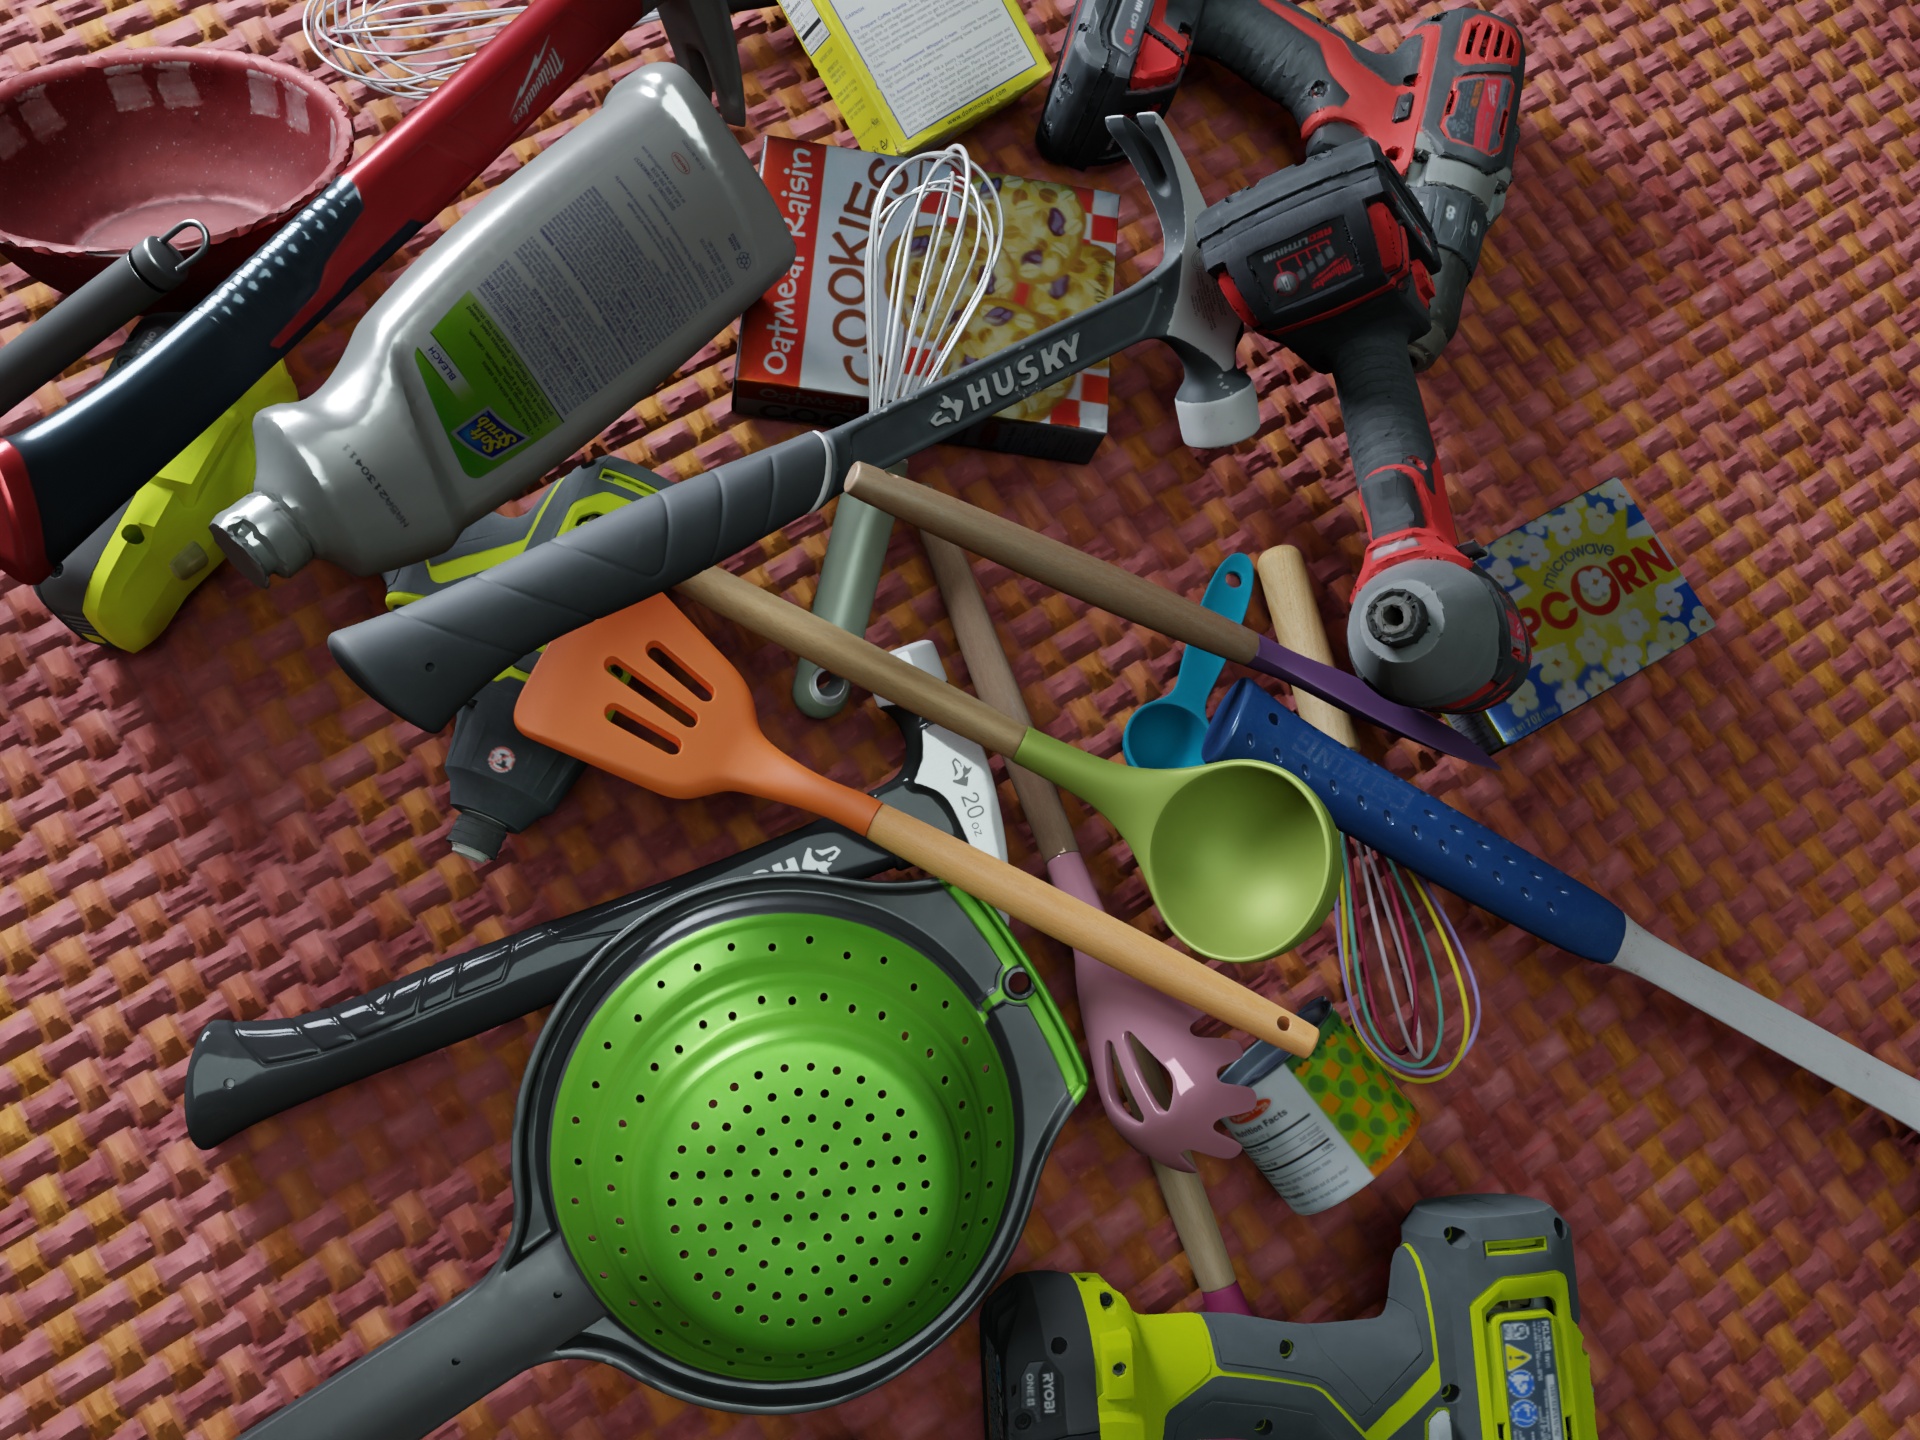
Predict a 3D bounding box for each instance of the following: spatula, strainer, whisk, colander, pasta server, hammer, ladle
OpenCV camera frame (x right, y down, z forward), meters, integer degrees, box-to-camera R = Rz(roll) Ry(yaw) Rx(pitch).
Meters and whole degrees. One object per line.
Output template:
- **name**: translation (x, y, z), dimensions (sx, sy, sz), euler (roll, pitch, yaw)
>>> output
- **spatula**: translation (0.096, -0.037, 0.640), dimensions (0.315, 0.060, 0.018), euler (21, 108, -22)
- **strainer**: translation (-0.381, -0.118, 0.613), dimensions (0.258, 0.050, 0.087), euler (-28, 87, 16)
- **spatula**: translation (-0.011, 0.046, 0.602), dimensions (0.322, 0.041, 0.081), euler (27, 66, 5)
- **whisk**: translation (0.168, 0.037, 0.699), dimensions (0.051, 0.047, 0.245), euler (-6, 72, -22)
- **colander**: translation (-0.129, 0.202, 0.562), dimensions (0.397, 0.094, 0.204), euler (-32, 93, -9)
- **pasta server**: translation (0.037, 0.034, 0.665), dimensions (0.060, 0.040, 0.316), euler (-33, 65, 27)
- **hammer**: translation (-0.138, 0.092, 0.632), dimensions (0.335, 0.035, 0.146), euler (-21, 89, -10)
- **whisk**: translation (-0.156, -0.336, 0.738), dimensions (0.284, 0.070, 0.070), euler (-15, 78, -18)
- **hammer**: translation (-0.218, -0.190, 0.621), dimensions (0.038, 0.143, 0.386), euler (23, 63, 25)
- **whisk**: translation (-0.032, -0.120, 0.671), dimensions (0.057, 0.059, 0.246), euler (12, 97, -25)
- **ladle**: translation (-0.001, -0.002, 0.616), dimensions (0.320, 0.062, 0.078), euler (27, 96, 0)
- **hammer**: translation (-0.041, -0.107, 0.605), dimensions (0.409, 0.036, 0.149), euler (-31, 119, -27)
- **hammer**: translation (0.282, 0.101, 0.667), dimensions (0.405, 0.035, 0.144), euler (28, 60, -6)

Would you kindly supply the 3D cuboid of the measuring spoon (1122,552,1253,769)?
- **measuring spoon**: translation (0.106, -0.022, 0.718), dimensions (0.042, 0.021, 0.129), euler (25, 64, -1)

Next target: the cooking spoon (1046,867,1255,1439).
- **cooking spoon**: translation (0.097, 0.207, 0.653), dimensions (0.068, 0.017, 0.319), euler (-19, 80, -7)

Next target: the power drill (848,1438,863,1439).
- **power drill**: translation (-0.115, 0.371, 0.548), dimensions (0.226, 0.084, 0.185), euler (-17, 79, -8)

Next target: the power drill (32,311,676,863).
- **power drill**: translation (-0.240, -0.055, 0.641), dimensions (0.223, 0.080, 0.171), euler (23, 72, -6)

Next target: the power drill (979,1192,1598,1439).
- **power drill**: translation (0.128, 0.284, 0.592), dimensions (0.228, 0.080, 0.190), euler (-2, 82, -7)

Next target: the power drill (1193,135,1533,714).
- **power drill**: translation (0.170, -0.110, 0.647), dimensions (0.078, 0.143, 0.220), euler (-18, 79, 27)

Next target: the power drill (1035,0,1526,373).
- **power drill**: translation (0.156, -0.279, 0.761), dimensions (0.226, 0.080, 0.188), euler (18, 74, -7)
